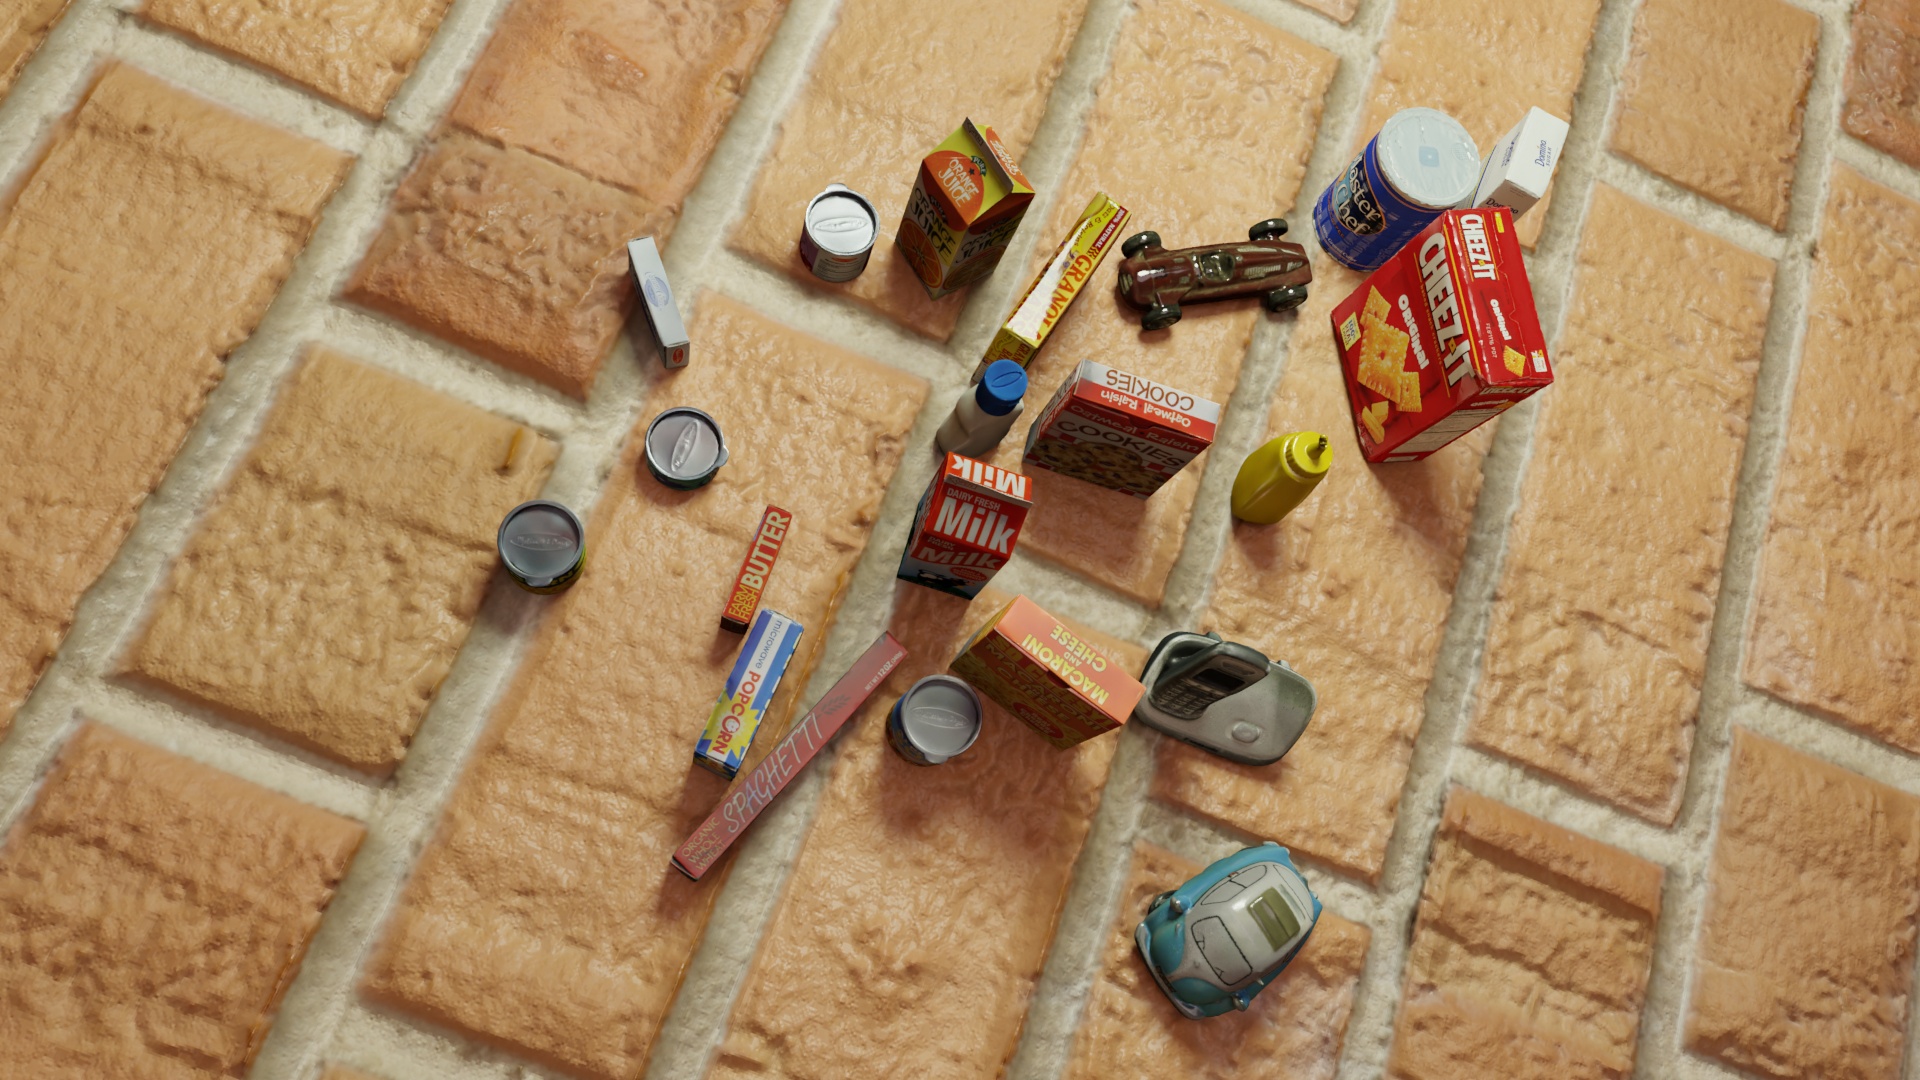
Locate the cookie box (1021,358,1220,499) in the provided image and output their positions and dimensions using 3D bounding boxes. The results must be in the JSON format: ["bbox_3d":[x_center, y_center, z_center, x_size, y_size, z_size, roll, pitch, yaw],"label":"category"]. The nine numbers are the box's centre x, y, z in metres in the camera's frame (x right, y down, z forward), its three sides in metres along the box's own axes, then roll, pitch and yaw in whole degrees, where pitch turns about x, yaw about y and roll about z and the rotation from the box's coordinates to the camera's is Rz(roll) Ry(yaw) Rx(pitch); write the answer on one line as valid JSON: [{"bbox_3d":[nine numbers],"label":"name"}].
[{"bbox_3d":[0.134,-0.091,1.193,0.123,0.167,0.040,17,72,-7],"label":"cookie box"}]

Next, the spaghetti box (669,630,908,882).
[{"bbox_3d":[-0.137,0.173,1.121,0.029,0.050,0.251,43,70,1],"label":"spaghetti box"}]

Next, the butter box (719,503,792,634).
[{"bbox_3d":[-0.170,0.025,1.154,0.024,0.053,0.104,22,71,-6],"label":"butter box"}]

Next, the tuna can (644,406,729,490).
[{"bbox_3d":[-0.232,-0.077,1.180,0.071,0.032,0.071,3,74,-12],"label":"tuna can"}]

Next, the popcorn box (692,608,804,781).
[{"bbox_3d":[-0.170,0.124,1.109,0.038,0.085,0.127,25,71,-5],"label":"popcorn box"}]

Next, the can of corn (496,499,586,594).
[{"bbox_3d":[-0.336,0.009,1.119,0.071,0.058,0.071,3,74,-11],"label":"can of corn"}]

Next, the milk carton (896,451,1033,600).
[{"bbox_3d":[0.004,-0.014,1.130,0.072,0.190,0.073,18,72,-7],"label":"milk carton"}]

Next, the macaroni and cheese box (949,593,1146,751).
[{"bbox_3d":[0.066,0.111,1.121,0.124,0.166,0.040,37,71,-1],"label":"macaroni and cheese box"}]

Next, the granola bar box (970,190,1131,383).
[{"bbox_3d":[0.080,-0.216,1.239,0.039,0.124,0.166,35,71,-1],"label":"granola bar box"}]

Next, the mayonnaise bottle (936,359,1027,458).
[{"bbox_3d":[0.022,-0.111,1.184,0.065,0.147,0.041,-23,81,-17],"label":"mayonnaise bottle"}]

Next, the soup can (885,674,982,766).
[{"bbox_3d":[-0.024,0.151,1.134,0.071,0.083,0.071,3,74,-11],"label":"soup can"}]

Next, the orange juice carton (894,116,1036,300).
[{"bbox_3d":[0.005,-0.290,1.207,0.073,0.192,0.072,-30,83,-18],"label":"orange juice carton"}]

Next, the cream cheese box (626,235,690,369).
[{"bbox_3d":[-0.261,-0.204,1.198,0.024,0.053,0.104,-18,79,-16],"label":"cream cheese box"}]

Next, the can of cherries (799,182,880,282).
[{"bbox_3d":[-0.109,-0.276,1.249,0.071,0.058,0.071,3,74,-11],"label":"can of cherries"}]

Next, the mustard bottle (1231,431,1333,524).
[{"bbox_3d":[0.288,-0.061,1.222,0.049,0.159,0.065,15,72,-8],"label":"mustard bottle"}]
